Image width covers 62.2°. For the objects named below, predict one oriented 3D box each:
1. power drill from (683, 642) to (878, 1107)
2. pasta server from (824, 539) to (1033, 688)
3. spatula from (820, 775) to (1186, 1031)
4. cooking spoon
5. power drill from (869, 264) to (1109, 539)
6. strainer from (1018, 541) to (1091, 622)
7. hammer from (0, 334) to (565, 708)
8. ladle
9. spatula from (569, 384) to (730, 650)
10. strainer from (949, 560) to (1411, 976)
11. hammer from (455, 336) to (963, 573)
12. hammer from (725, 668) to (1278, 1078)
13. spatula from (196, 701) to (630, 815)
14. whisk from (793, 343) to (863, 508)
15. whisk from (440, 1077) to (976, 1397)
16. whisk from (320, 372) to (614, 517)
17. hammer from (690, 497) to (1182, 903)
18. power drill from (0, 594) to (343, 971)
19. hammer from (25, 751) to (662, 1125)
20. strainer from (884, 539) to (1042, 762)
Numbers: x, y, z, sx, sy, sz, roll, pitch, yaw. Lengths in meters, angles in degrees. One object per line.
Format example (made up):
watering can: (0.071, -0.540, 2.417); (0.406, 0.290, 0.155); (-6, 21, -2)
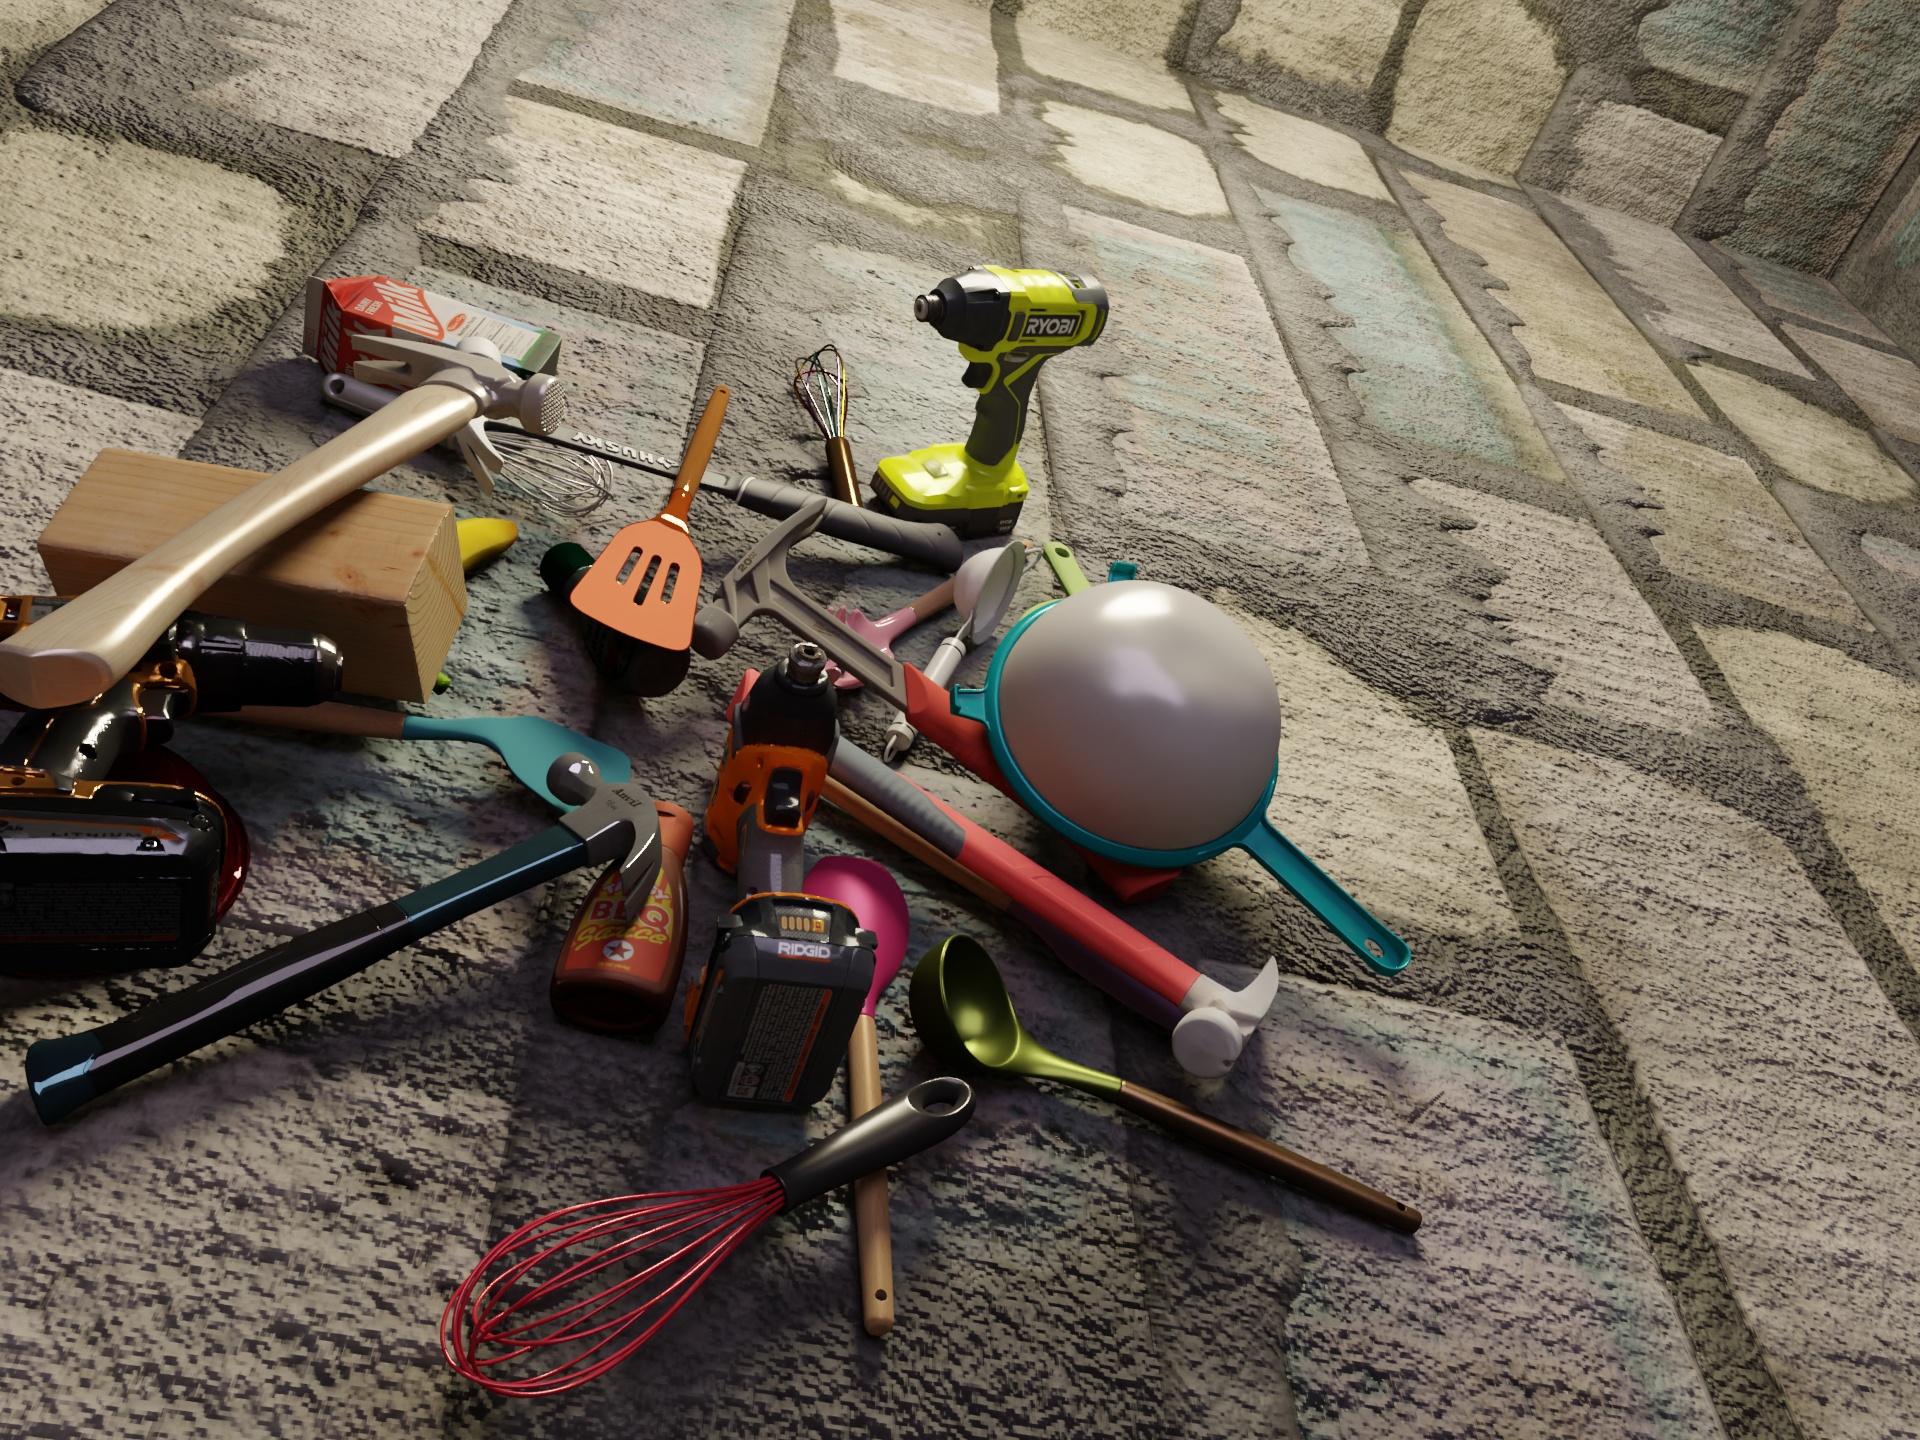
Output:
power drill: (-0.099, 0.075, 0.868); (0.084, 0.164, 0.227); (9, 40, -16)
pasta server: (-0.021, -0.092, 1.223); (0.060, 0.040, 0.316); (53, 40, 1)
spatula: (0.012, 0.101, 1.010); (0.316, 0.018, 0.060); (31, 33, 11)
cooking spoon: (-0.053, 0.185, 0.870); (0.068, 0.017, 0.319); (8, 38, -13)
power drill: (0.012, -0.260, 1.294); (0.171, 0.223, 0.080); (-10, 46, -36)
strainer: (0.096, -0.053, 1.213); (0.151, 0.069, 0.257); (6, 31, -18)
hammer: (-0.378, -0.125, 0.879); (0.146, 0.038, 0.411); (15, 34, 8)
ladle: (0.117, 0.211, 0.893); (0.320, 0.062, 0.078); (24, 32, -1)
spatula: (-0.196, -0.160, 1.118); (0.081, 0.041, 0.323); (23, 32, -13)
strainer: (0.172, 0.026, 1.026); (0.340, 0.095, 0.211); (44, 56, 13)
hammer: (-0.179, -0.177, 1.198); (0.408, 0.036, 0.149); (14, 39, -27)
hammer: (0.020, 0.079, 0.990); (0.386, 0.038, 0.143); (33, 20, 15)
spatula: (-0.356, 0.010, 0.941); (0.317, 0.044, 0.082); (9, 39, -9)
whisk: (-0.112, -0.248, 1.380); (0.047, 0.051, 0.245); (-10, 47, -5)
whisk: (-0.102, 0.230, 0.745); (0.295, 0.073, 0.073); (-17, 51, -41)
whisk: (-0.372, -0.212, 1.196); (0.246, 0.058, 0.059); (21, -6, 7)
hammer: (-0.002, -0.003, 1.069); (0.359, 0.036, 0.149); (36, 56, 5)
power drill: (-0.397, 0.017, 0.772); (0.185, 0.084, 0.226); (3, 35, -25)
hammer: (-0.296, 0.107, 0.805); (0.331, 0.033, 0.128); (-26, 39, -37)
strainer: (-0.005, -0.058, 1.165); (0.050, 0.086, 0.259); (19, 46, 11)
